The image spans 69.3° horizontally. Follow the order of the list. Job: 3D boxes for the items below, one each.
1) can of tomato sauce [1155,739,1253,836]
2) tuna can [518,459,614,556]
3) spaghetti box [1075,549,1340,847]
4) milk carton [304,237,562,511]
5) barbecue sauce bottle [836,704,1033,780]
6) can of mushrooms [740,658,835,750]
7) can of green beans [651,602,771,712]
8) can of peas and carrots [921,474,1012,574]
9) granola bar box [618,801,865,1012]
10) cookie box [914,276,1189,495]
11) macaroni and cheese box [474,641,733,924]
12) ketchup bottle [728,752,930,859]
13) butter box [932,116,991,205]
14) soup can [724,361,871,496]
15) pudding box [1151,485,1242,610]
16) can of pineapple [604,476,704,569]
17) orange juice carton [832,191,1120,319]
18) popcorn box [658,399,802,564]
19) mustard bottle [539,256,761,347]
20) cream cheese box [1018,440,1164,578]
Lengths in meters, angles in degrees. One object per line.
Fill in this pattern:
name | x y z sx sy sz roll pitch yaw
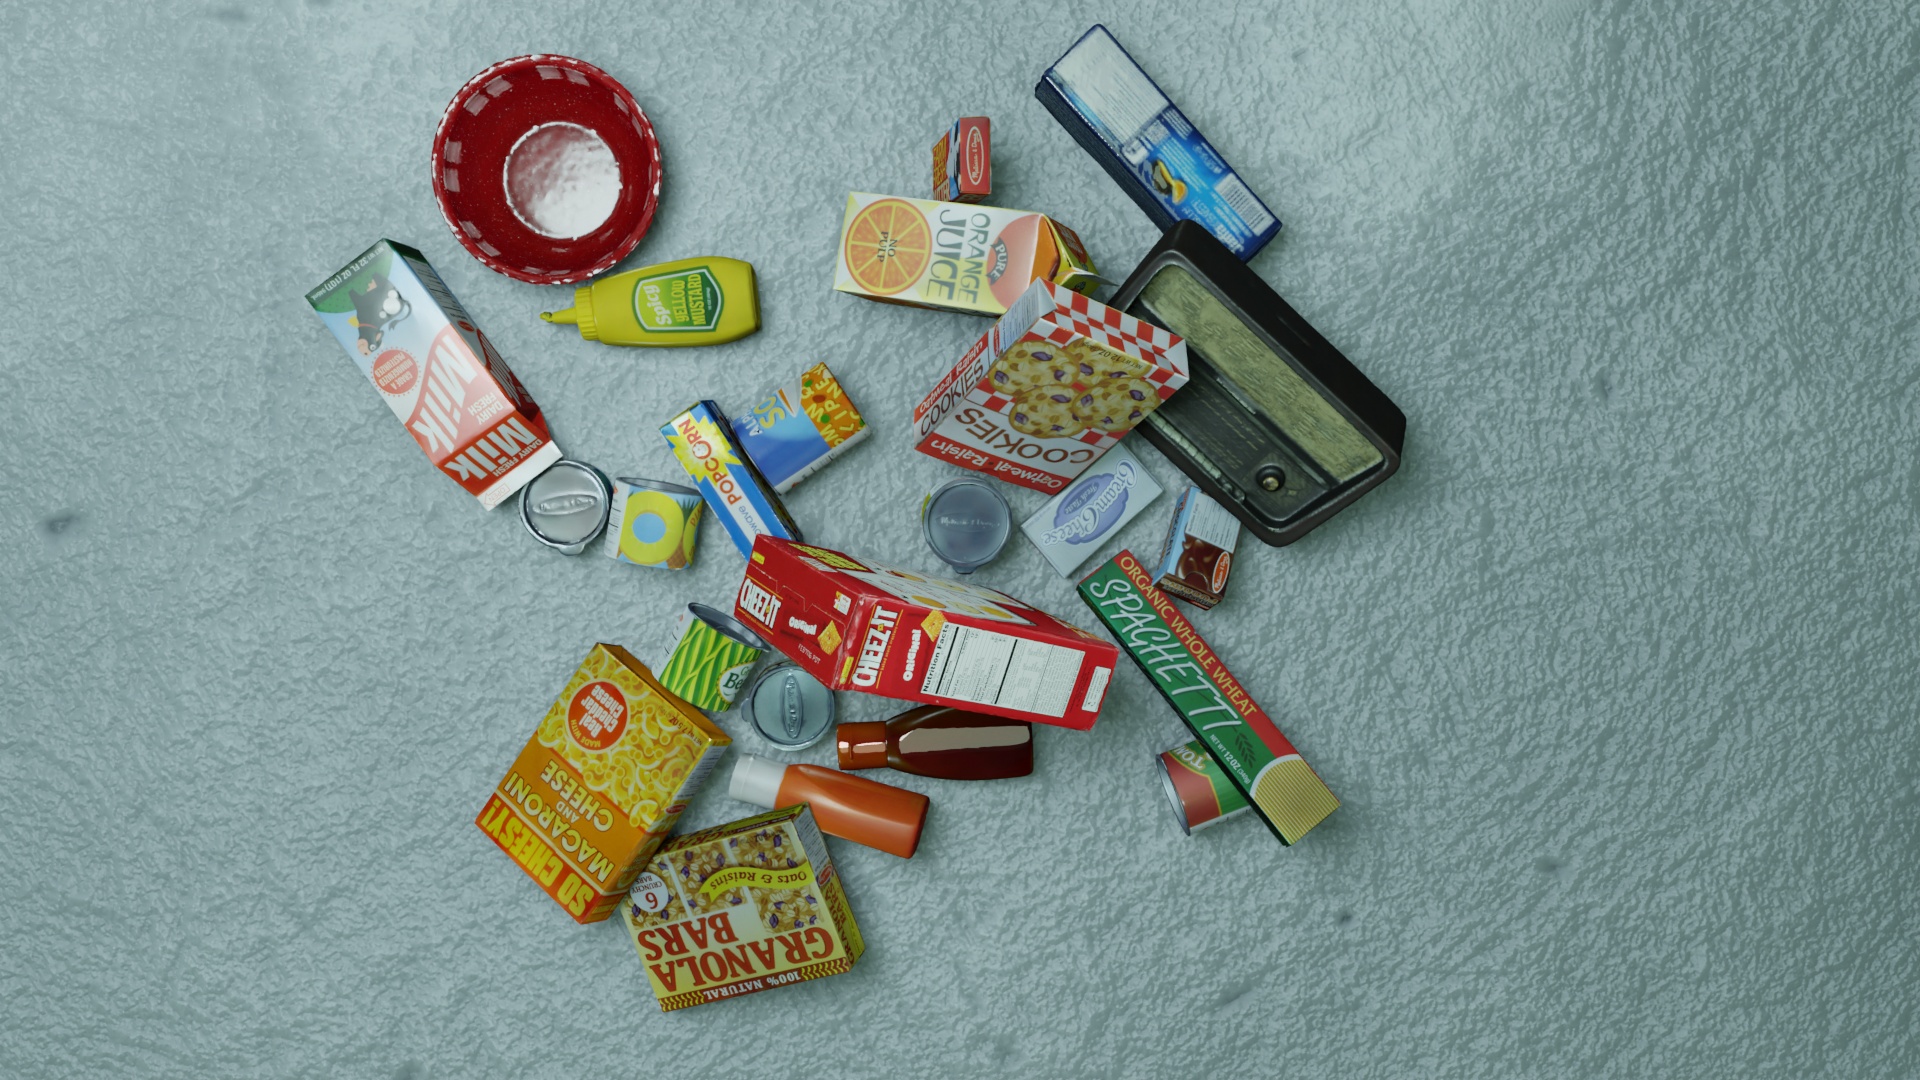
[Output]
can of tomato sauce | 0.200 0.180 1.071 0.083 0.071 0.071 -21 96 -2
tuna can | -0.293 -0.025 1.039 0.071 0.033 0.071 0 95 -3
spaghetti box | 0.182 0.115 1.040 0.050 0.028 0.250 -37 76 -8
milk carton | -0.373 -0.117 1.004 0.072 0.073 0.190 -37 95 0
barbecue sauce bottle | -0.020 0.154 1.067 0.149 0.044 0.064 -3 95 -3
can of mushrooms | -0.131 0.124 1.062 0.071 0.033 0.071 0 96 -4
can of green beans | -0.188 0.088 1.039 0.071 0.071 0.058 30 94 -6
can of peas and carrots | 0.004 -0.013 1.045 0.071 0.059 0.071 0 96 -3
granola bar box | -0.169 0.277 1.044 0.165 0.039 0.124 -18 97 19
cookie box | 0.060 -0.101 0.976 0.123 0.166 0.040 17 54 -26
macaroni and cheese box | -0.266 0.179 1.033 0.124 0.040 0.166 36 93 20
ketchup bottle | -0.100 0.198 1.058 0.149 0.065 0.043 16 103 4
butter box | 0.000 -0.268 1.001 0.024 0.103 0.053 -1 94 -12
soup can | -0.119 -0.085 1.027 0.084 0.071 0.071 -34 96 0
pudding box | 0.181 0.005 1.053 0.050 0.030 0.084 24 62 -6
can of pineapple | -0.224 -0.013 1.028 0.071 0.071 0.057 11 95 -4
orange juice carton | 0.014 -0.196 0.986 0.193 0.072 0.073 12 96 22
popcorn box | -0.166 -0.041 1.019 0.038 0.085 0.126 -33 97 1
mustard bottle | -0.230 -0.170 1.022 0.160 0.049 0.065 -8 94 -3
cream cheese box | 0.100 -0.025 1.067 0.104 0.024 0.053 -42 97 1
